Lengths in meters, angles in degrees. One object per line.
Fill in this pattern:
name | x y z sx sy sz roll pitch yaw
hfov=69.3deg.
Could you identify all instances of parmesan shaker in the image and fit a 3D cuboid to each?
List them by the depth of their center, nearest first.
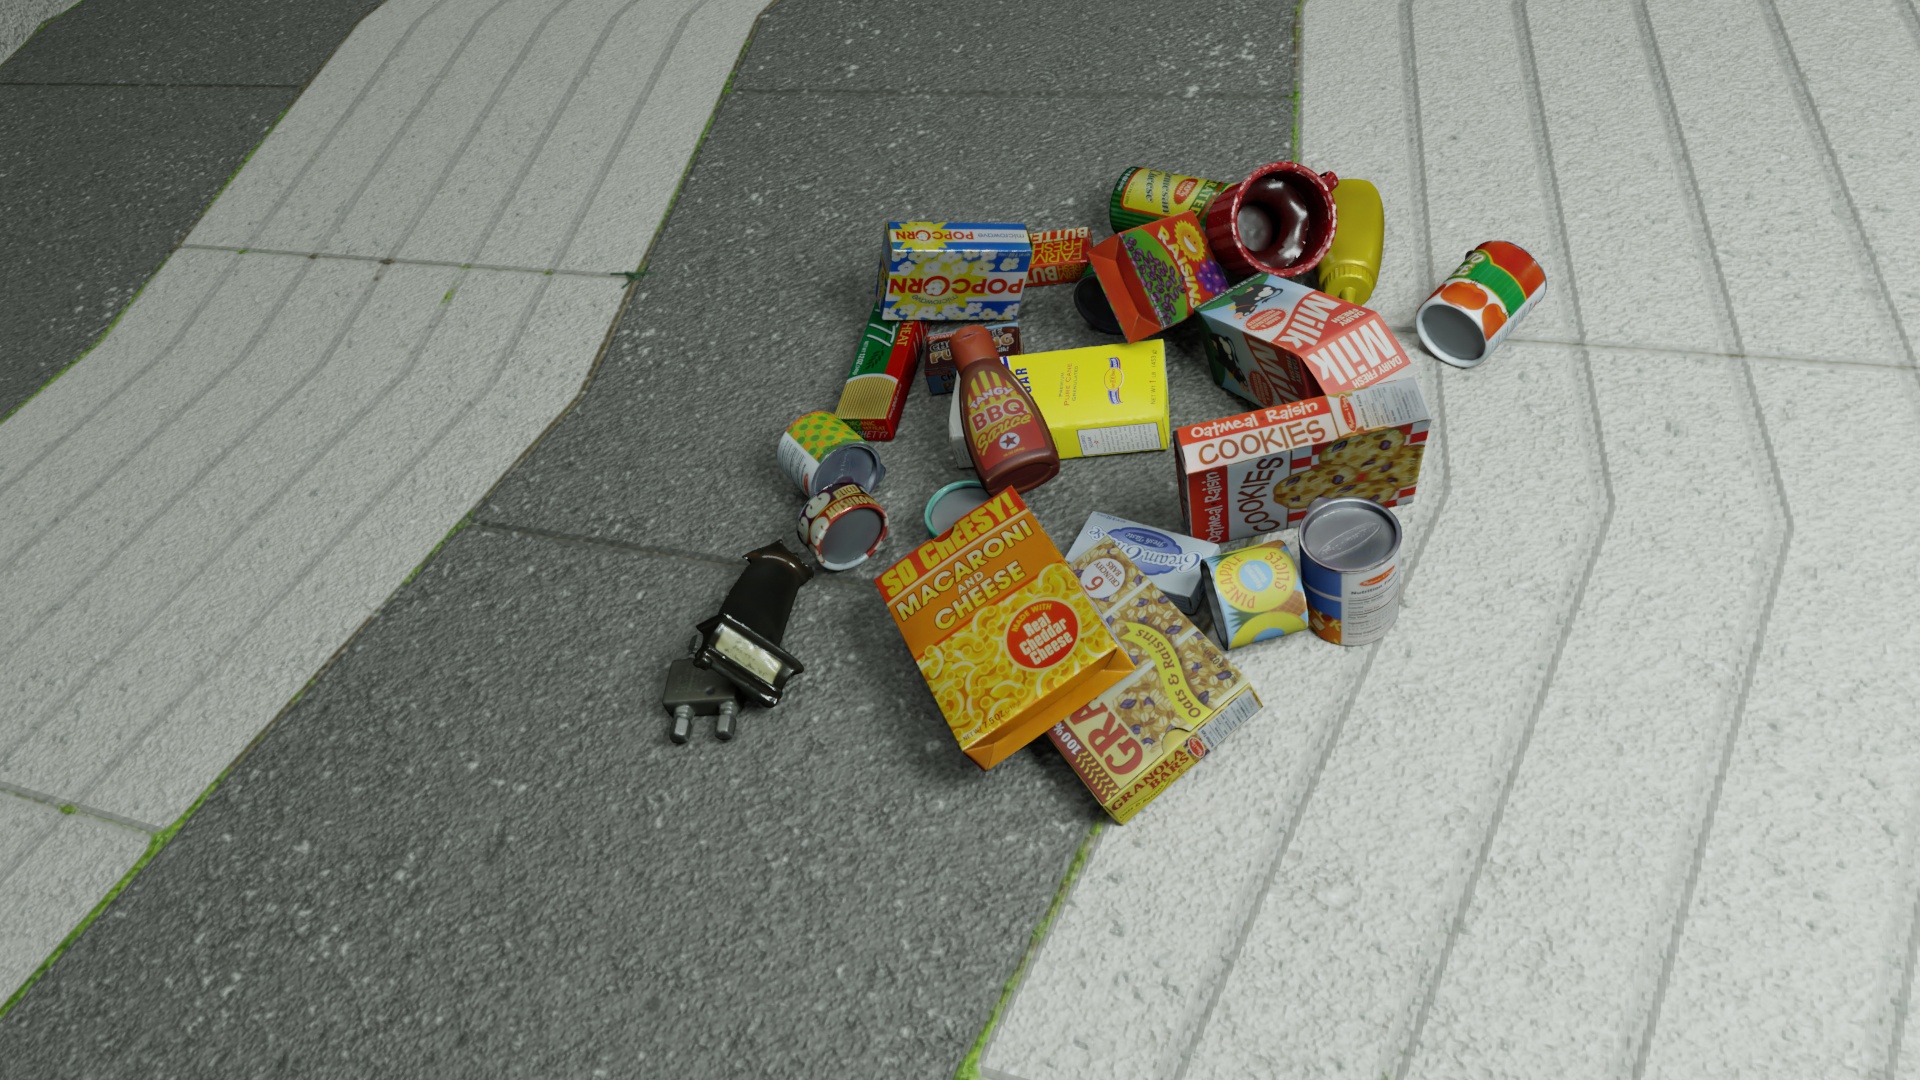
parmesan shaker | 0.193 -0.296 1.256 0.103 0.071 0.071 19 58 29

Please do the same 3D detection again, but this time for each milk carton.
milk carton | 0.263 -0.140 1.059 0.072 0.073 0.191 -29 30 -11

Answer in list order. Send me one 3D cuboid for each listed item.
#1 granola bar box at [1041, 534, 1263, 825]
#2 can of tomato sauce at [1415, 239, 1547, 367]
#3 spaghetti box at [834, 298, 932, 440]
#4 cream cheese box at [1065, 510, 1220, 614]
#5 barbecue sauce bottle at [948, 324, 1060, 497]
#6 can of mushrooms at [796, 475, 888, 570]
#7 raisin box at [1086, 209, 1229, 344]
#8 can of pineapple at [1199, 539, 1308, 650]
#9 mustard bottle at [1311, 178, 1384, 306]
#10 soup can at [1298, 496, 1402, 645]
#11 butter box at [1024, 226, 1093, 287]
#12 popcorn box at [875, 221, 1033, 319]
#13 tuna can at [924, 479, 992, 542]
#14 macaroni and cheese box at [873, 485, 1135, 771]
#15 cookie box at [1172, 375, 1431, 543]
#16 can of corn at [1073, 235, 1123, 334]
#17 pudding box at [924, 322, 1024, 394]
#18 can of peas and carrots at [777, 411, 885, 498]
granola bar box | 0.103 0.090 0.944 0.124 0.039 0.166 -40 50 -1
can of tomato sauce | 0.409 -0.188 1.099 0.071 0.071 0.083 31 65 35
spaghetti box | -0.058 -0.190 1.258 0.050 0.028 0.251 2 51 16
cream cheese box | 0.135 0.016 1.028 0.104 0.024 0.053 16 57 28
barbecue sauce bottle | 0.027 -0.105 1.094 0.065 0.043 0.149 -21 56 3
can of mushrooms | -0.091 -0.013 1.085 0.071 0.070 0.033 -32 51 -13
raisin box | 0.167 -0.221 1.152 0.040 0.086 0.124 -24 3 43
can of pineapple | 0.202 0.037 0.960 0.058 0.070 0.071 -15 48 3
mustard bottle | 0.328 -0.243 1.183 0.065 0.048 0.161 -1 50 16
soup can | 0.264 0.020 0.947 0.071 0.083 0.072 -8 48 9
butter box | 0.071 -0.261 1.287 0.103 0.024 0.053 -4 48 12
popcorn box | -0.006 -0.236 1.221 0.127 0.084 0.038 -2 55 -12
tuna can | 0.004 -0.014 1.084 0.071 0.032 0.071 -8 48 9
macaroni and cheese box | 0.026 0.056 0.955 0.123 0.040 0.167 -35 50 4
cookie box | 0.239 -0.053 0.989 0.167 0.122 0.040 -12 63 6
can of corn | 0.141 -0.223 1.205 0.071 0.070 0.058 12 54 25
pudding box | 0.013 -0.159 1.211 0.084 0.030 0.050 -6 48 11
can of peas and carrots | -0.106 -0.065 1.140 0.071 0.070 0.059 -36 49 -15
